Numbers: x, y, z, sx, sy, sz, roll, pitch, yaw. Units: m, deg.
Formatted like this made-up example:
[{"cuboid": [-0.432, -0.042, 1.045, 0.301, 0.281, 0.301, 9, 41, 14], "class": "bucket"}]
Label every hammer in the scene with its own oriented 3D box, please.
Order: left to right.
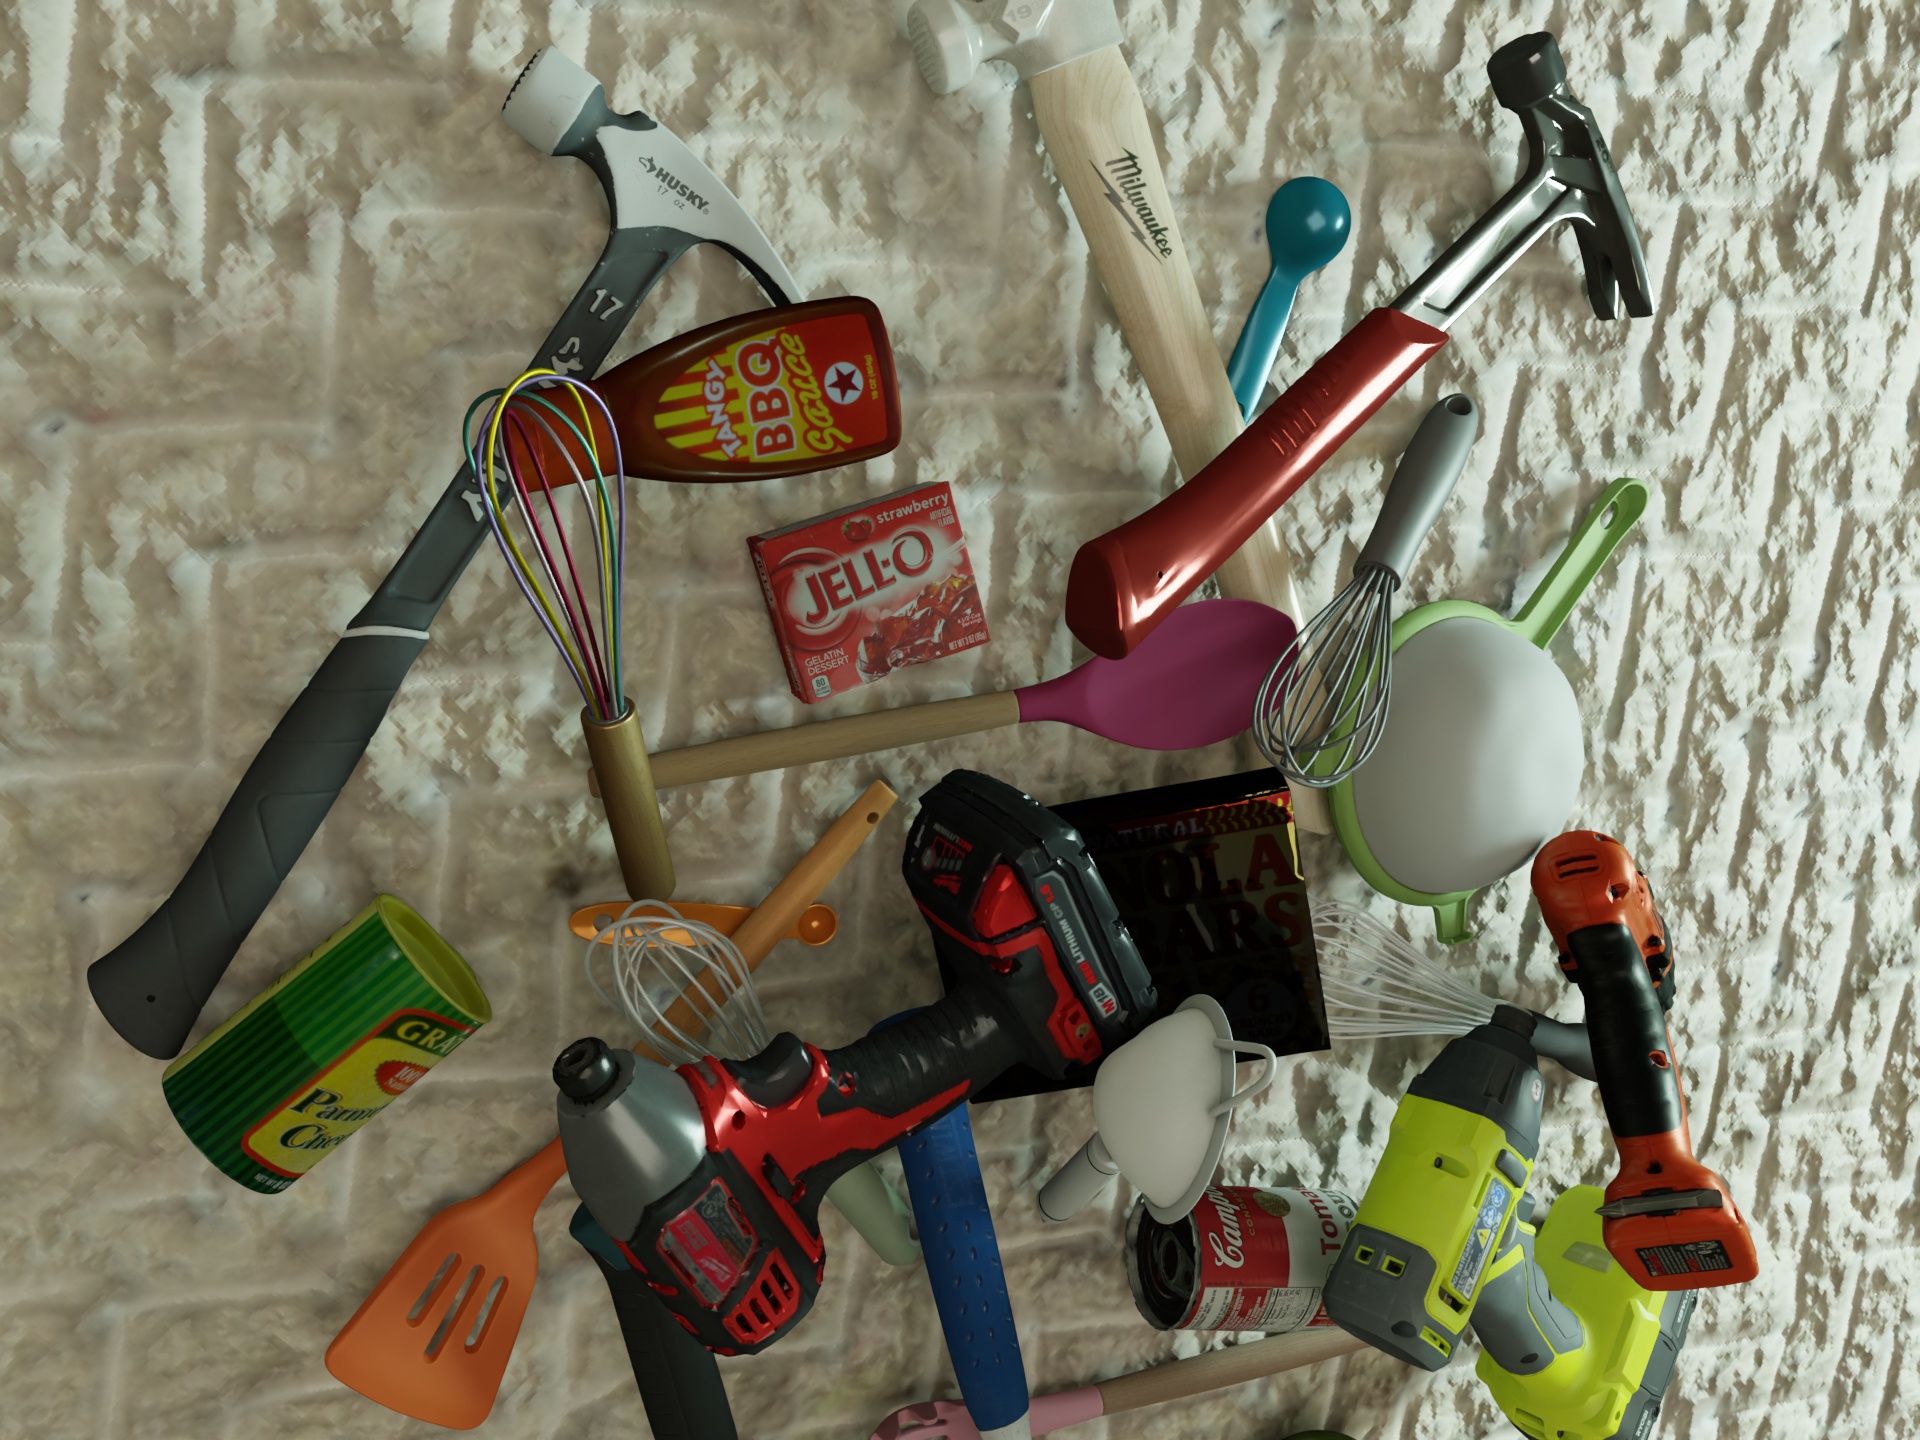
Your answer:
[{"cuboid": [-0.209, -0.048, 0.623, 0.149, 0.036, 0.409, 33, 88, -22], "class": "hammer"}, {"cuboid": [-0.109, 0.342, 0.698, 0.128, 0.033, 0.330, -14, 108, -7], "class": "hammer"}, {"cuboid": [0.016, 0.326, 0.718, 0.144, 0.035, 0.405, -16, 101, -20], "class": "hammer"}, {"cuboid": [0.116, -0.138, 0.714, 0.146, 0.038, 0.410, -24, 107, -6], "class": "hammer"}, {"cuboid": [0.180, -0.145, 0.699, 0.359, 0.037, 0.149, -44, 118, -20], "class": "hammer"}]

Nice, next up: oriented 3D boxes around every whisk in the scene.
[{"cuboid": [-0.141, -0.019, 0.601, 0.051, 0.047, 0.244, -3, 129, 1], "class": "whisk"}, {"cuboid": [-0.077, 0.162, 0.674, 0.059, 0.058, 0.246, -21, 126, 15], "class": "whisk"}, {"cuboid": [0.192, -0.065, 0.718, 0.055, 0.055, 0.239, 42, 60, -20], "class": "whisk"}, {"cuboid": [0.253, 0.145, 0.807, 0.284, 0.070, 0.070, 20, 92, -26], "class": "whisk"}]

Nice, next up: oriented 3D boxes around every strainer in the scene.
[{"cuboid": [0.063, 0.177, 0.661, 0.050, 0.258, 0.087, 12, 59, -5], "class": "strainer"}, {"cuboid": [0.281, -0.020, 0.764, 0.151, 0.069, 0.256, 46, 74, -28], "class": "strainer"}]

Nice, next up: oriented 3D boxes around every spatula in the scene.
[{"cuboid": [-0.133, 0.153, 0.672, 0.322, 0.041, 0.081, -49, 122, -3], "class": "spatula"}]

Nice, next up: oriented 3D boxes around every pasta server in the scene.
[{"cuboid": [0.096, 0.336, 0.790, 0.316, 0.040, 0.060, -5, 101, -20], "class": "pasta server"}]

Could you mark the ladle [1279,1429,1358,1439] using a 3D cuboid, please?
[{"cuboid": [0.069, 0.405, 0.783, 0.320, 0.062, 0.078, -1, 101, -16], "class": "ladle"}]

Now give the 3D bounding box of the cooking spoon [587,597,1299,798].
[{"cuboid": [-0.001, -0.002, 0.693, 0.319, 0.017, 0.068, -10, 112, -11], "class": "cooking spoon"}]

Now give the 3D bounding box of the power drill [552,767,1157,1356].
[{"cuboid": [-0.043, 0.123, 0.603, 0.219, 0.079, 0.143, -37, 121, -16], "class": "power drill"}]

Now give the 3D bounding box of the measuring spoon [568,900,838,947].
[{"cuboid": [-0.111, 0.088, 0.693, 0.117, 0.011, 0.021, 2, 101, -16], "class": "measuring spoon"}]

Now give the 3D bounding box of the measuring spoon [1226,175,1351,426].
[{"cuboid": [0.148, -0.188, 0.730, 0.042, 0.021, 0.128, 20, 92, -21], "class": "measuring spoon"}]

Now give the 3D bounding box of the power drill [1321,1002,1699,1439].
[{"cuboid": [0.280, 0.257, 0.786, 0.223, 0.080, 0.171, 43, 68, -33], "class": "power drill"}]
